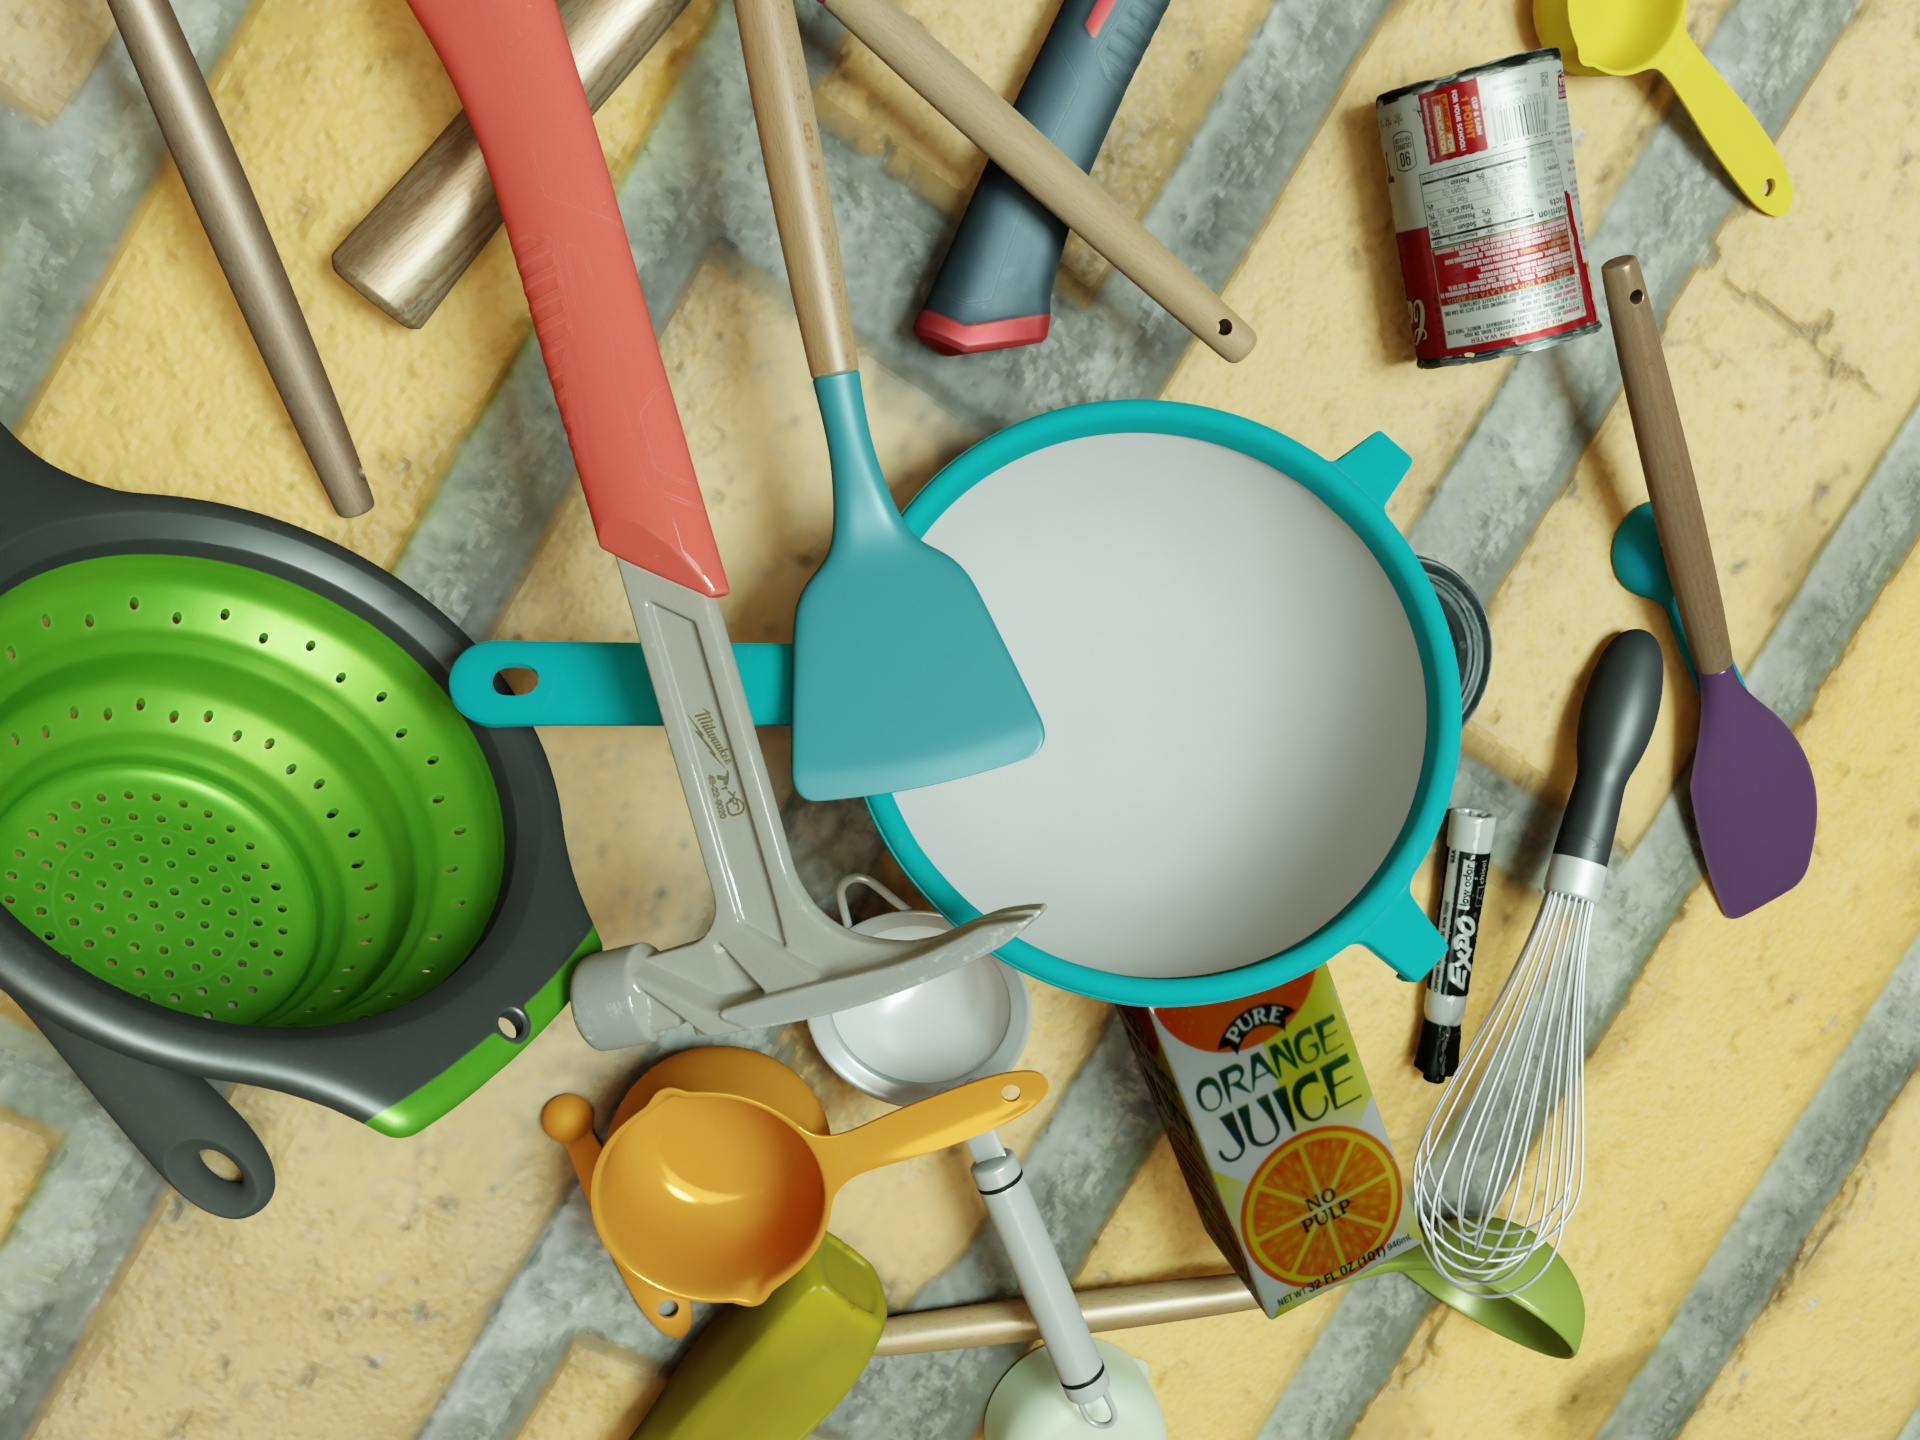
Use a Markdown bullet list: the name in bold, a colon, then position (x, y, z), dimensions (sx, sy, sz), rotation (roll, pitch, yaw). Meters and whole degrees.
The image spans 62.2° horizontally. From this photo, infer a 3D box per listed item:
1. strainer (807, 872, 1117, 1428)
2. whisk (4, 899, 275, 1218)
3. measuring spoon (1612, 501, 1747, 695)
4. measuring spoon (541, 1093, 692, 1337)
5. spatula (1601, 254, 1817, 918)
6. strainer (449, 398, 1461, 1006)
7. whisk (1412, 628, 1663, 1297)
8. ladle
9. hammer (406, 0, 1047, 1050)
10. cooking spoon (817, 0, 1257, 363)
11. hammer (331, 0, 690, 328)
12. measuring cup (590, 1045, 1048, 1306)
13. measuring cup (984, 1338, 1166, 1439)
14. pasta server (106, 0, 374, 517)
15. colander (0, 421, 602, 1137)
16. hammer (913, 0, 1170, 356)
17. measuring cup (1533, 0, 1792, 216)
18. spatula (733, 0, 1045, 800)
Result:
- **strainer**: position (0.010, 0.169, 0.624), dimensions (0.087, 0.050, 0.258), rotation (-20, 100, 12)
- **whisk**: position (-0.327, 0.063, 0.527), dimensions (0.073, 0.073, 0.295), rotation (-33, 114, -5)
- **measuring spoon**: position (0.321, -0.036, 0.680), dimensions (0.042, 0.021, 0.128), rotation (-34, 106, -5)
- **measuring spoon**: position (-0.133, 0.197, 0.623), dimensions (0.021, 0.011, 0.117), rotation (-25, 106, -8)
- **spatula**: position (0.309, -0.045, 0.659), dimensions (0.060, 0.018, 0.315), rotation (-29, 116, -3)
- **strainer**: position (-0.001, -0.002, 0.572), dimensions (0.340, 0.095, 0.211), rotation (0, 77, -3)
- **whisk**: position (0.247, 0.097, 0.658), dimensions (0.070, 0.070, 0.284), rotation (19, 84, -17)
- **ladle**: position (0.109, 0.256, 0.674), dimensions (0.320, 0.078, 0.062), rotation (-4, 71, -8)
- **hammer**: position (-0.092, -0.084, 0.484), dimensions (0.149, 0.036, 0.359), rotation (-16, 90, 14)
- **cooking spoon**: position (-0.021, -0.223, 0.524), dimensions (0.318, 0.017, 0.069), rotation (37, 92, -15)
- **hammer**: position (-0.088, -0.265, 0.529), dimensions (0.130, 0.031, 0.331), rotation (40, 90, -17)
- **measuring cup**: position (-0.052, 0.153, 0.600), dimensions (0.173, 0.052, 0.095), rotation (-19, 106, 1)
- **measuring cup**: position (0.072, 0.345, 0.689), dimensions (0.083, 0.038, 0.167), rotation (-31, 105, -6)
- **pasta server**: position (-0.230, -0.204, 0.465), dimensions (0.040, 0.060, 0.316), rotation (-10, 122, 4)
- **colander**: position (-0.292, -0.024, 0.495), dimensions (0.397, 0.204, 0.094), rotation (47, 123, -2)
- **hammer**: position (0.067, -0.312, 0.554), dimensions (0.143, 0.038, 0.386), rotation (25, 94, -16)
- **measuring cup**: position (0.282, -0.252, 0.631), dimensions (0.156, 0.029, 0.062), rotation (33, 92, -29)
- **spatula**: position (-0.043, -0.136, 0.501), dimensions (0.082, 0.044, 0.317), rotation (-11, 99, -1)
